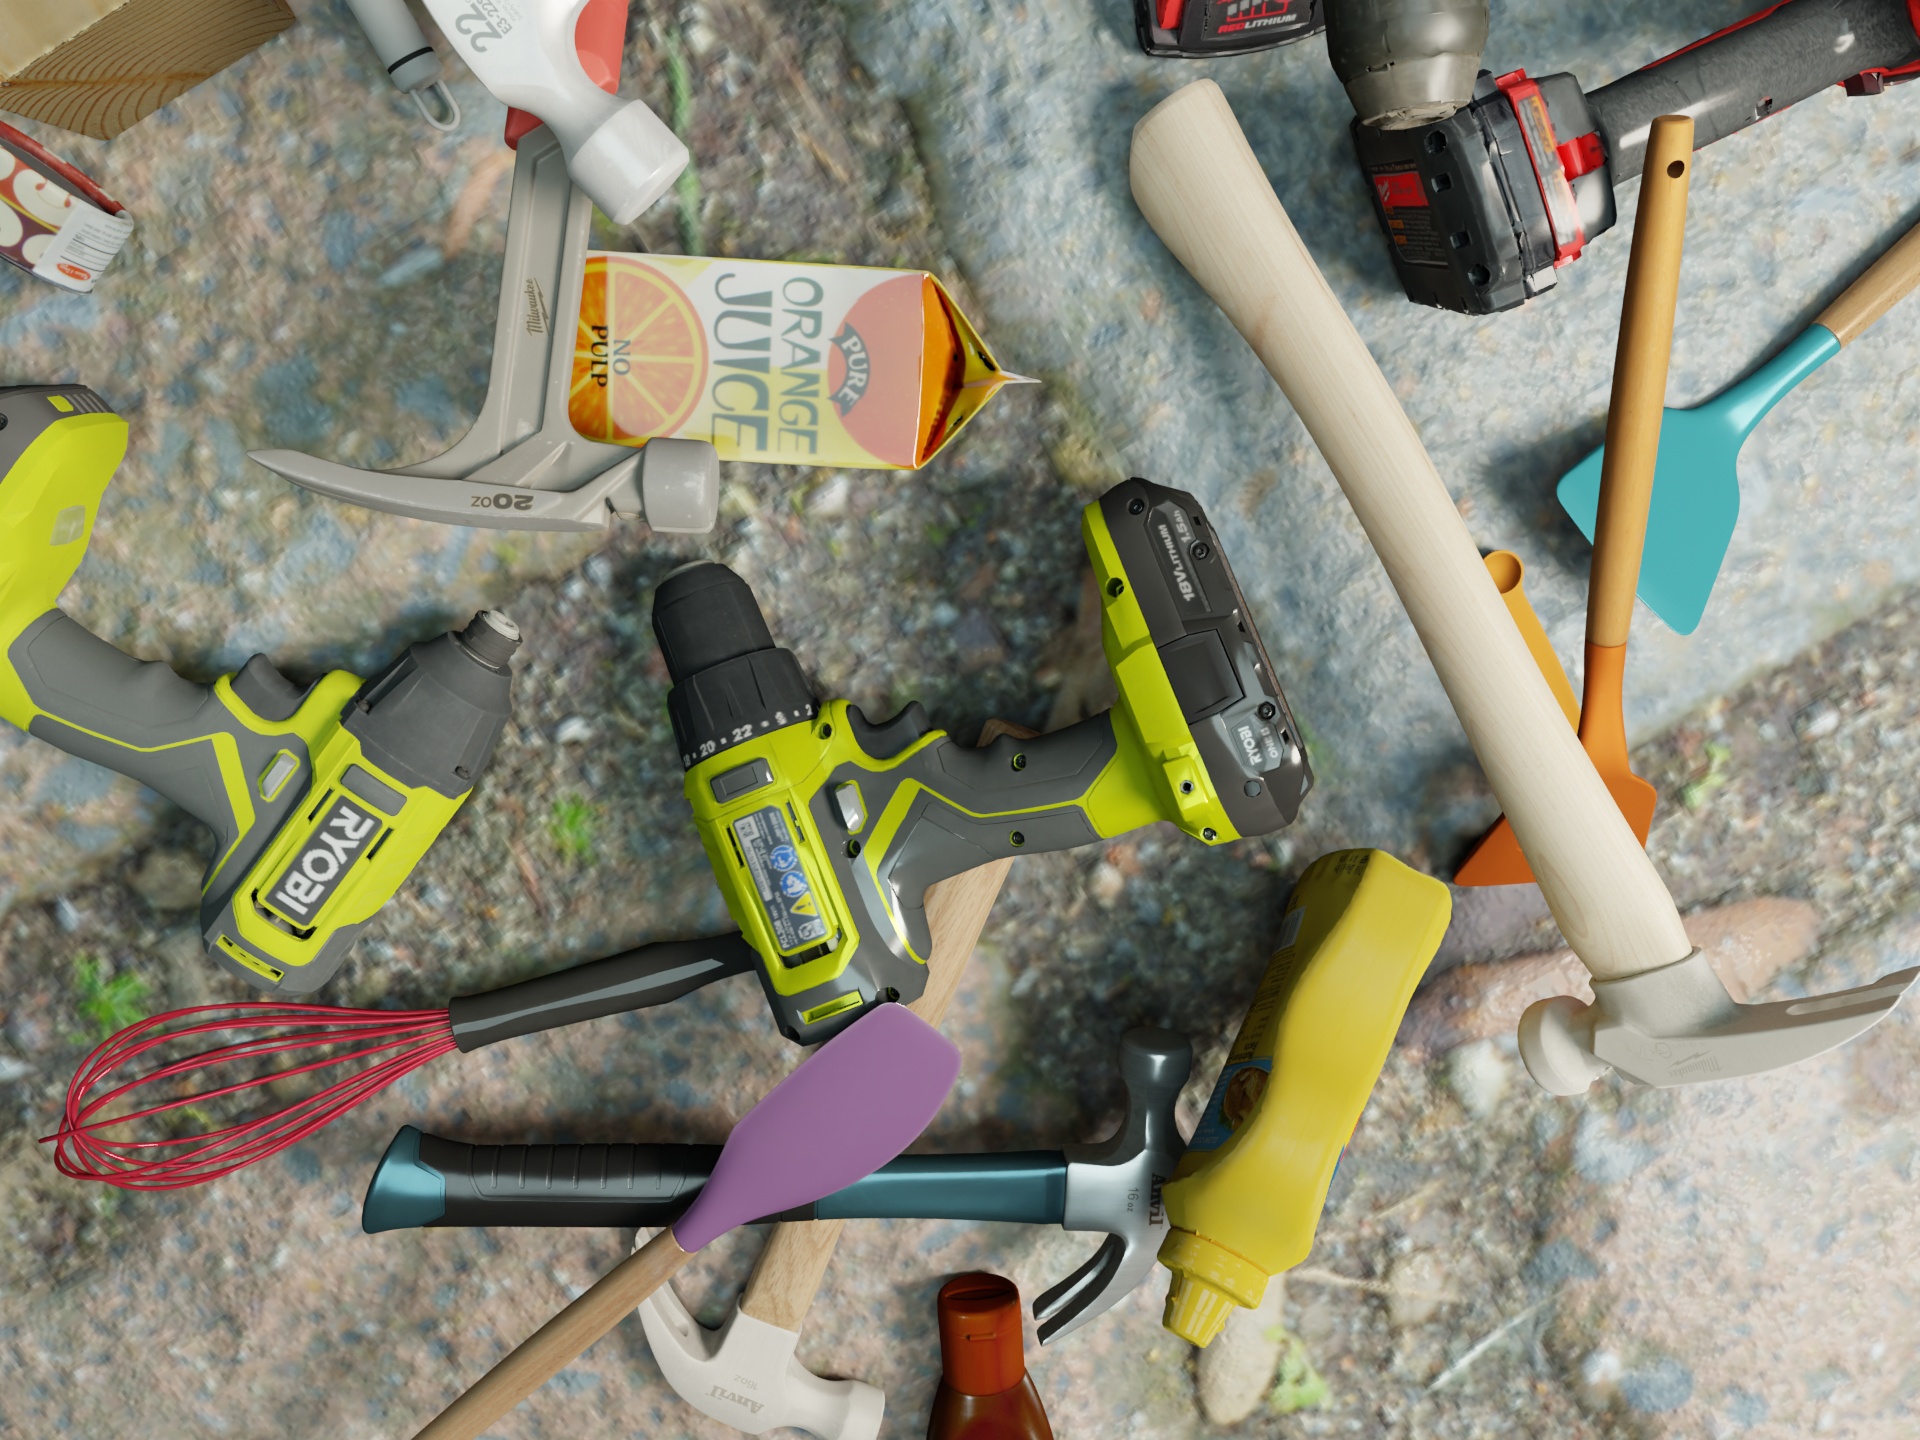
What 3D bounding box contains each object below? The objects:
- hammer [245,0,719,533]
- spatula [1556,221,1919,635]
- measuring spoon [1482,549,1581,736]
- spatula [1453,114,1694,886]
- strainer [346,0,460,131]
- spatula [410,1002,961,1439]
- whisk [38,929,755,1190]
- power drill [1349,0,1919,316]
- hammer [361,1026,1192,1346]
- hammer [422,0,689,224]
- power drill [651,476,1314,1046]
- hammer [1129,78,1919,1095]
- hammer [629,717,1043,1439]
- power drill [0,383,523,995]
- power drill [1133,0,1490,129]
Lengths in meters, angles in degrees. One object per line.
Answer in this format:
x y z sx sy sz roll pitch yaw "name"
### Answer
-0.141 -0.243 0.543 0.149 0.036 0.359 5 84 -3 "hammer"
0.369 -0.169 0.629 0.317 0.044 0.082 -43 96 4 "spatula"
0.242 -0.019 0.669 0.021 0.011 0.117 -26 104 2 "measuring spoon"
0.237 -0.056 0.588 0.081 0.041 0.322 -6 121 1 "spatula"
-0.250 -0.332 0.562 0.087 0.050 0.258 -46 115 -38 "strainer"
-0.124 0.218 0.622 0.316 0.018 0.059 -41 116 11 "spatula"
-0.224 0.129 0.651 0.296 0.073 0.073 -14 101 -5 "whisk"
0.263 -0.227 0.570 0.219 0.143 0.078 -22 106 8 "power drill"
-0.073 0.188 0.647 0.331 0.033 0.128 1 99 -4 "hammer"
-0.006 -0.339 0.459 0.405 0.035 0.144 -42 106 8 "hammer"
-0.001 -0.002 0.605 0.228 0.080 0.190 -23 85 13 "power drill"
0.184 -0.055 0.585 0.038 0.146 0.410 -27 88 -38 "hammer"
-0.040 0.153 0.675 0.130 0.031 0.331 22 98 -7 "hammer"
-0.294 -0.021 0.610 0.223 0.080 0.171 37 98 -13 "power drill"
0.108 -0.271 0.502 0.080 0.227 0.188 -10 101 -1 "power drill"
